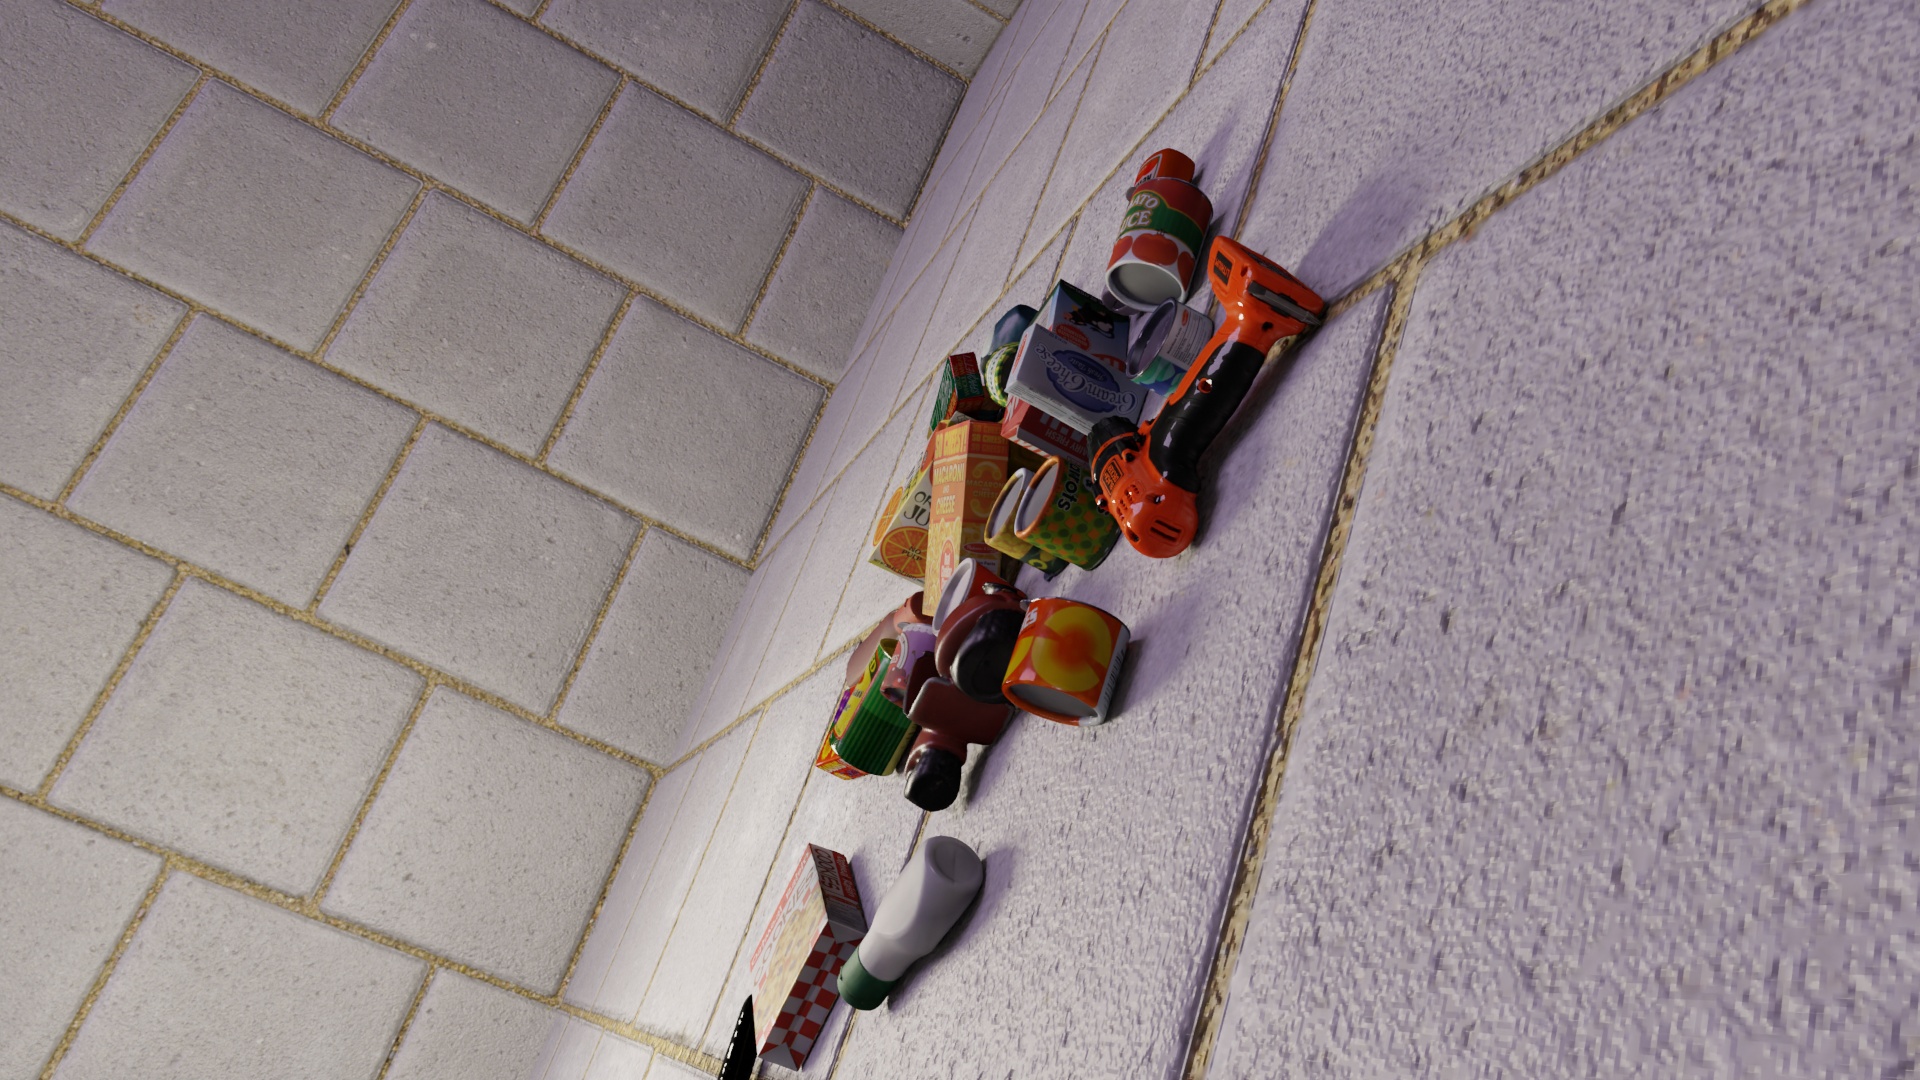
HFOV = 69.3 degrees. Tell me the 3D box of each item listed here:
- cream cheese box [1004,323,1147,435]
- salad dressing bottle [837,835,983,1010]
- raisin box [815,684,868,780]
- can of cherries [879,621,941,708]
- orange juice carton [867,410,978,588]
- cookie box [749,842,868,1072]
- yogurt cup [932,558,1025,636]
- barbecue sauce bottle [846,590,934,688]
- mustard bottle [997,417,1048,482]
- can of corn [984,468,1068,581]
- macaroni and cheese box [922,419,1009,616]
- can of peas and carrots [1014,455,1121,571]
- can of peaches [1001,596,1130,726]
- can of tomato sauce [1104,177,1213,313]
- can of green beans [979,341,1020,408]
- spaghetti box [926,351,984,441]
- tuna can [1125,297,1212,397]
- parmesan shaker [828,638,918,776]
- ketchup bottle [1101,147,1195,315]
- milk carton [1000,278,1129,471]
[{"bbox_3d":[0.087,-0.114,1.041,0.024,0.104,0.053,-29,37,62],"label":"cream cheese box"},{"bbox_3d":[-0.037,0.261,0.937,0.147,0.044,0.064,-57,16,31],"label":"salad dressing bottle"},{"bbox_3d":[-0.092,0.179,1.328,0.123,0.040,0.086,-33,33,64],"label":"raisin box"},{"bbox_3d":[-0.028,0.107,1.141,0.071,0.071,0.058,-36,31,65],"label":"can of cherries"},{"bbox_3d":[-0.018,-0.048,1.404,0.191,0.072,0.073,-55,16,36],"label":"orange juice carton"},{"bbox_3d":[-0.129,0.340,1.155,0.123,0.040,0.167,-63,14,3],"label":"cookie box"},{"bbox_3d":[0.016,0.055,1.103,0.072,0.054,0.073,-58,14,24],"label":"yogurt cup"},{"bbox_3d":[-0.064,0.098,1.367,0.147,0.043,0.065,-48,18,49],"label":"barbecue sauce bottle"},{"bbox_3d":[0.041,-0.075,1.272,0.160,0.049,0.065,155,133,-71],"label":"mustard bottle"},{"bbox_3d":[0.057,-0.012,1.062,0.071,0.058,0.071,-58,13,23],"label":"can of corn"},{"bbox_3d":[0.004,-0.015,1.203,0.123,0.040,0.166,177,98,-76],"label":"macaroni and cheese box"},{"bbox_3d":[0.080,-0.021,0.988,0.070,0.059,0.071,-58,14,24],"label":"can of peas and carrots"},{"bbox_3d":[0.062,0.074,0.845,0.071,0.071,0.058,-37,30,64],"label":"can of peaches"},{"bbox_3d":[0.153,-0.230,1.082,0.071,0.071,0.083,-39,28,62],"label":"can of tomato sauce"},{"bbox_3d":[0.060,-0.155,1.317,0.071,0.071,0.058,-63,13,2],"label":"can of green beans"},{"bbox_3d":[-0.008,-0.128,1.455,0.249,0.029,0.050,114,146,-74],"label":"spaghetti box"},{"bbox_3d":[0.149,-0.137,0.999,0.070,0.033,0.071,-58,14,23],"label":"tuna can"},{"bbox_3d":[-0.065,0.147,1.216,0.103,0.071,0.071,-61,13,11],"label":"parmesan shaker"},{"bbox_3d":[0.158,-0.261,1.186,0.064,0.043,0.149,-38,29,62],"label":"ketchup bottle"},{"bbox_3d":[0.086,-0.126,1.141,0.073,0.072,0.191,-54,15,39],"label":"milk carton"}]
